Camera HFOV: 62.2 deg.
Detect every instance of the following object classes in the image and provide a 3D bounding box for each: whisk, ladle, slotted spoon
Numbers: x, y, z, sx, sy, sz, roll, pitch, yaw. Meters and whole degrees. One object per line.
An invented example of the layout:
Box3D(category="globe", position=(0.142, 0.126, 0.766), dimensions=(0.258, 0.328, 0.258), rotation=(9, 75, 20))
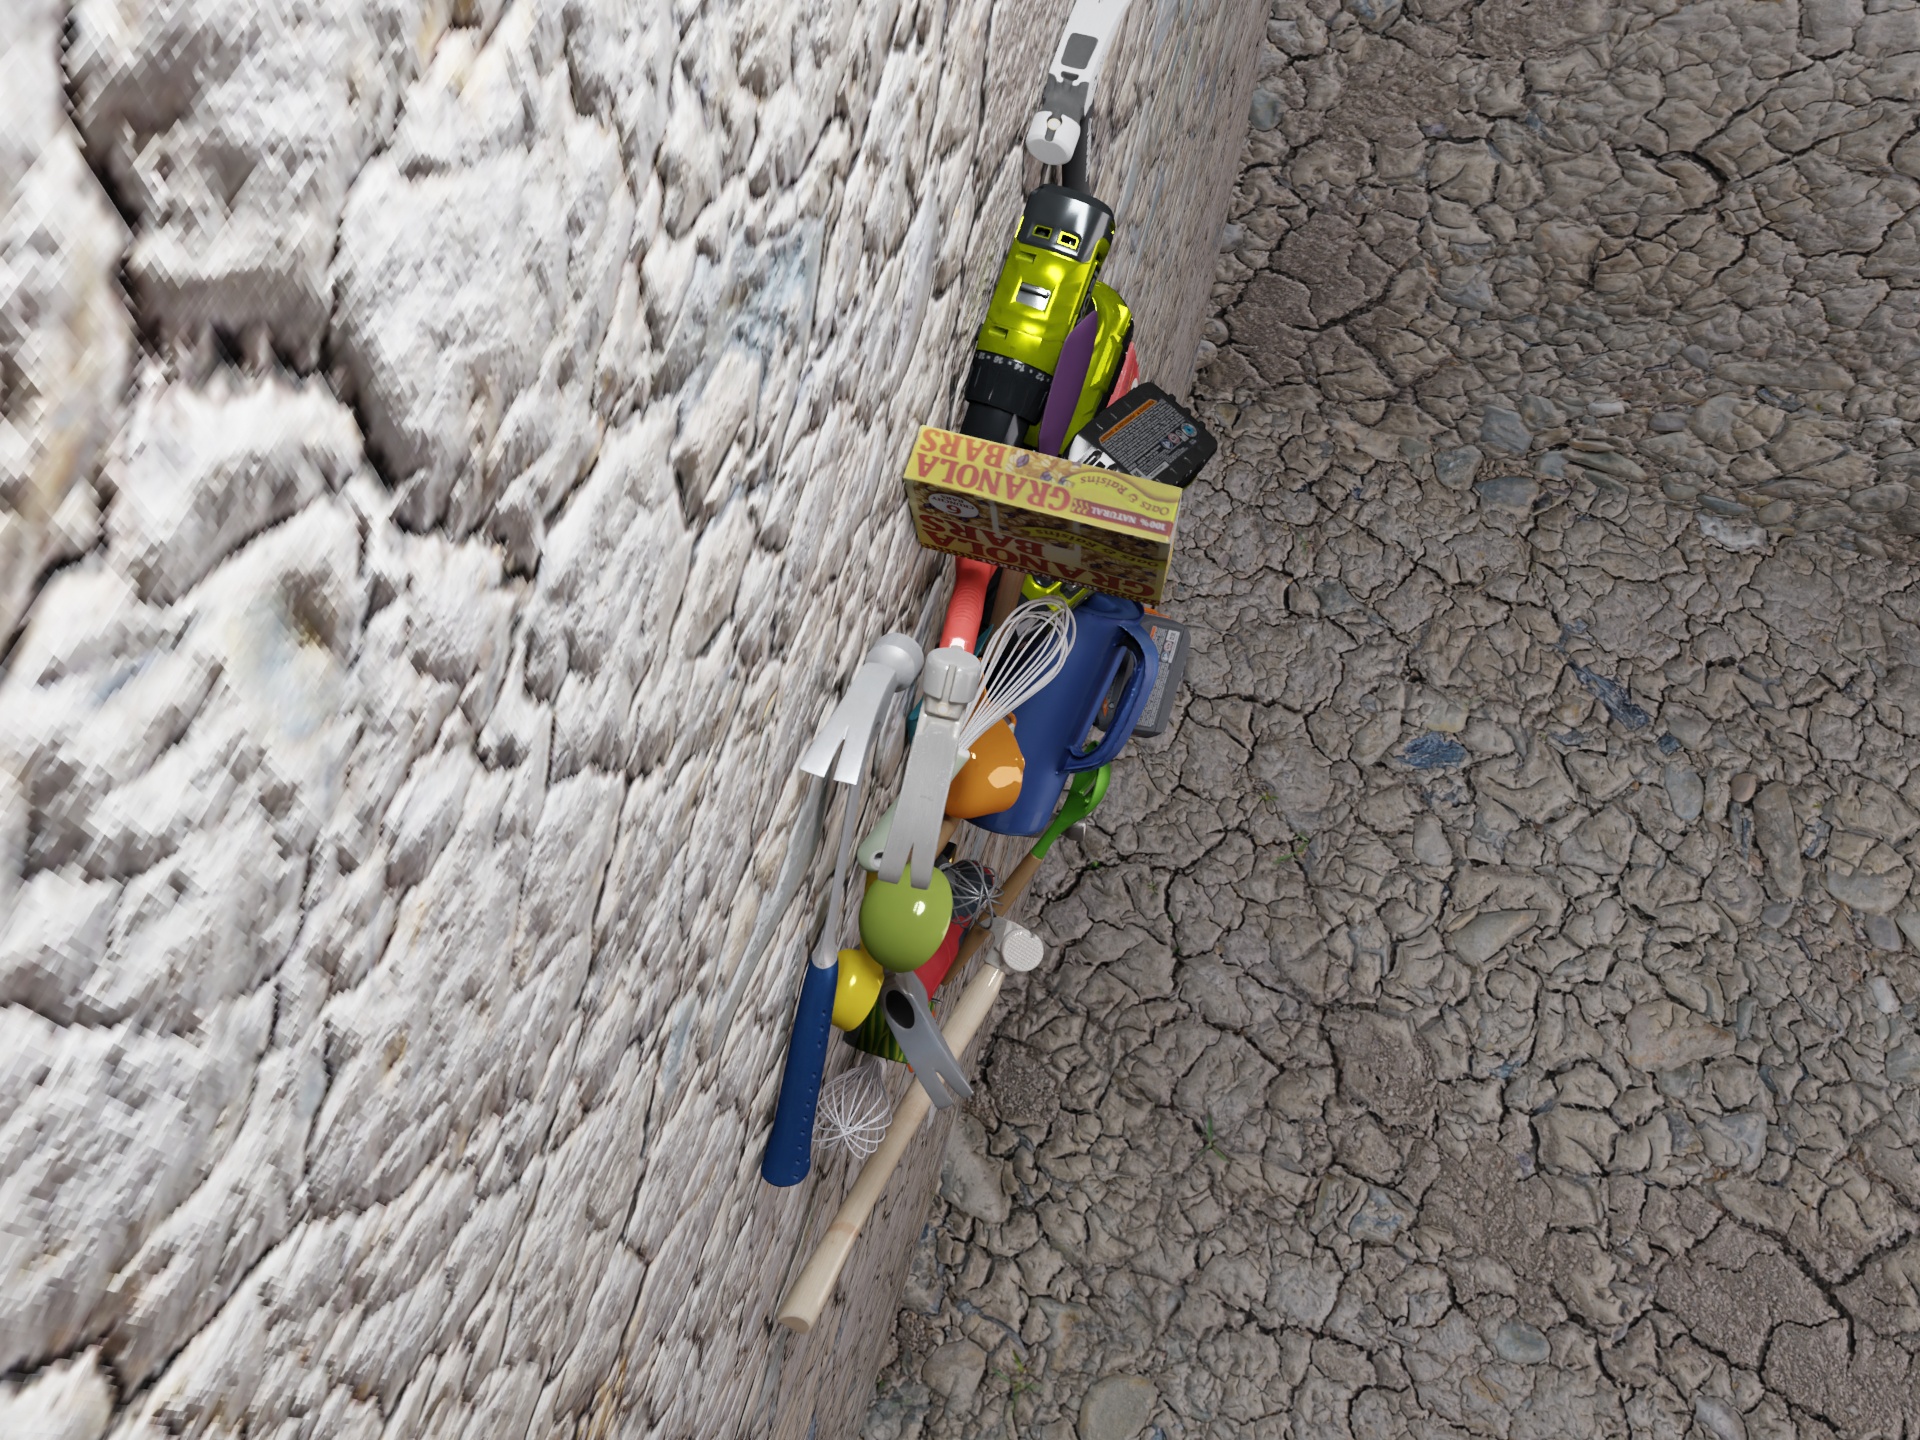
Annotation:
Box3D(category="whisk", position=(-0.009, 0.133, 1.333), dimensions=(0.239, 0.055, 0.055), rotation=(-164, -90, -76))
Box3D(category="whisk", position=(0.001, 0.012, 1.138), dimensions=(0.246, 0.057, 0.059), rotation=(-53, -143, 13))
Box3D(category="ladle", position=(-0.019, 0.114, 1.221), dimensions=(0.078, 0.062, 0.320), rotation=(-53, 179, 13))
Box3D(category="whisk", position=(-0.080, 0.312, 1.393), dimensions=(0.284, 0.070, 0.070), rotation=(-49, 155, -82))
Box3D(category="slotted spoon", position=(0.061, 0.147, 1.545), dimensions=(0.313, 0.031, 0.070), rotation=(-56, -159, 25))

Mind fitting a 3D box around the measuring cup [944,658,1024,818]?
Box3D(category="measuring cup", position=(-0.002, -0.004, 1.297), dimensions=(0.052, 0.095, 0.173), rotation=(-15, 100, -33))

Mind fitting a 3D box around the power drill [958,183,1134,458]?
Box3D(category="power drill", position=(0.058, -0.254, 1.129), dimensions=(0.228, 0.080, 0.190), rotation=(-9, 120, -79))

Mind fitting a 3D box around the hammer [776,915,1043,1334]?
Box3D(category="hammer", position=(-0.052, 0.365, 1.458), dimensions=(0.411, 0.038, 0.146), rotation=(-59, -172, -7))

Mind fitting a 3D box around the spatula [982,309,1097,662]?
Box3D(category="spatula", position=(0.052, -0.151, 1.113), dimensions=(0.060, 0.018, 0.315), rotation=(-48, 163, -39))

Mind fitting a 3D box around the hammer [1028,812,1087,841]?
Box3D(category="hammer", position=(0.083, -0.042, 1.689), dimensions=(0.031, 0.130, 0.331), rotation=(35, 61, -82))

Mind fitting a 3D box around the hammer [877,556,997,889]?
Box3D(category="hammer", position=(-0.004, -0.041, 1.051), dimensions=(0.359, 0.036, 0.149), rotation=(-79, -178, -64))

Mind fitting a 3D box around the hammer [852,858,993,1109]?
Box3D(category="hammer", position=(-0.007, 0.203, 1.385), dimensions=(0.143, 0.038, 0.386), rotation=(62, 12, -3))

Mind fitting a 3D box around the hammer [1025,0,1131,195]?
Box3D(category="hammer", position=(0.087, -0.396, 1.191), dimensions=(0.334, 0.035, 0.146), rotation=(78, 30, -75))

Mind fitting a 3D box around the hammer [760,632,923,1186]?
Box3D(category="hammer", position=(-0.090, 0.149, 1.039), dimensions=(0.144, 0.035, 0.405), rotation=(-61, 165, -61))

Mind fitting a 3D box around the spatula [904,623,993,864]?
Box3D(category="spatula", position=(-0.028, 0.056, 1.267), dimensions=(0.082, 0.044, 0.317), rotation=(-61, 167, -45))

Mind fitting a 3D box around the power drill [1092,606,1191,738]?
Box3D(category="power drill", position=(0.116, -0.054, 1.577), dimensions=(0.227, 0.084, 0.164), rotation=(28, -75, 54))

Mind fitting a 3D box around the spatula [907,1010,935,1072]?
Box3D(category="spatula", position=(-0.037, 0.208, 1.532), dimensions=(0.081, 0.041, 0.322), rotation=(-64, 167, -50))

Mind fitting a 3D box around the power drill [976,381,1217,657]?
Box3D(category="power drill", position=(0.092, -0.143, 1.232), dimensions=(0.171, 0.080, 0.223), rotation=(-41, 171, -39))

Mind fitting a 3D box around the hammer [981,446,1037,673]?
Box3D(category="hammer", position=(0.042, -0.172, 1.337), dimensions=(0.128, 0.033, 0.331), rotation=(-32, 138, -77))

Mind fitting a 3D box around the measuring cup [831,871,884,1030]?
Box3D(category="measuring cup", position=(-0.079, 0.153, 1.169), dimensions=(0.062, 0.029, 0.157), rotation=(-40, -147, 41))
